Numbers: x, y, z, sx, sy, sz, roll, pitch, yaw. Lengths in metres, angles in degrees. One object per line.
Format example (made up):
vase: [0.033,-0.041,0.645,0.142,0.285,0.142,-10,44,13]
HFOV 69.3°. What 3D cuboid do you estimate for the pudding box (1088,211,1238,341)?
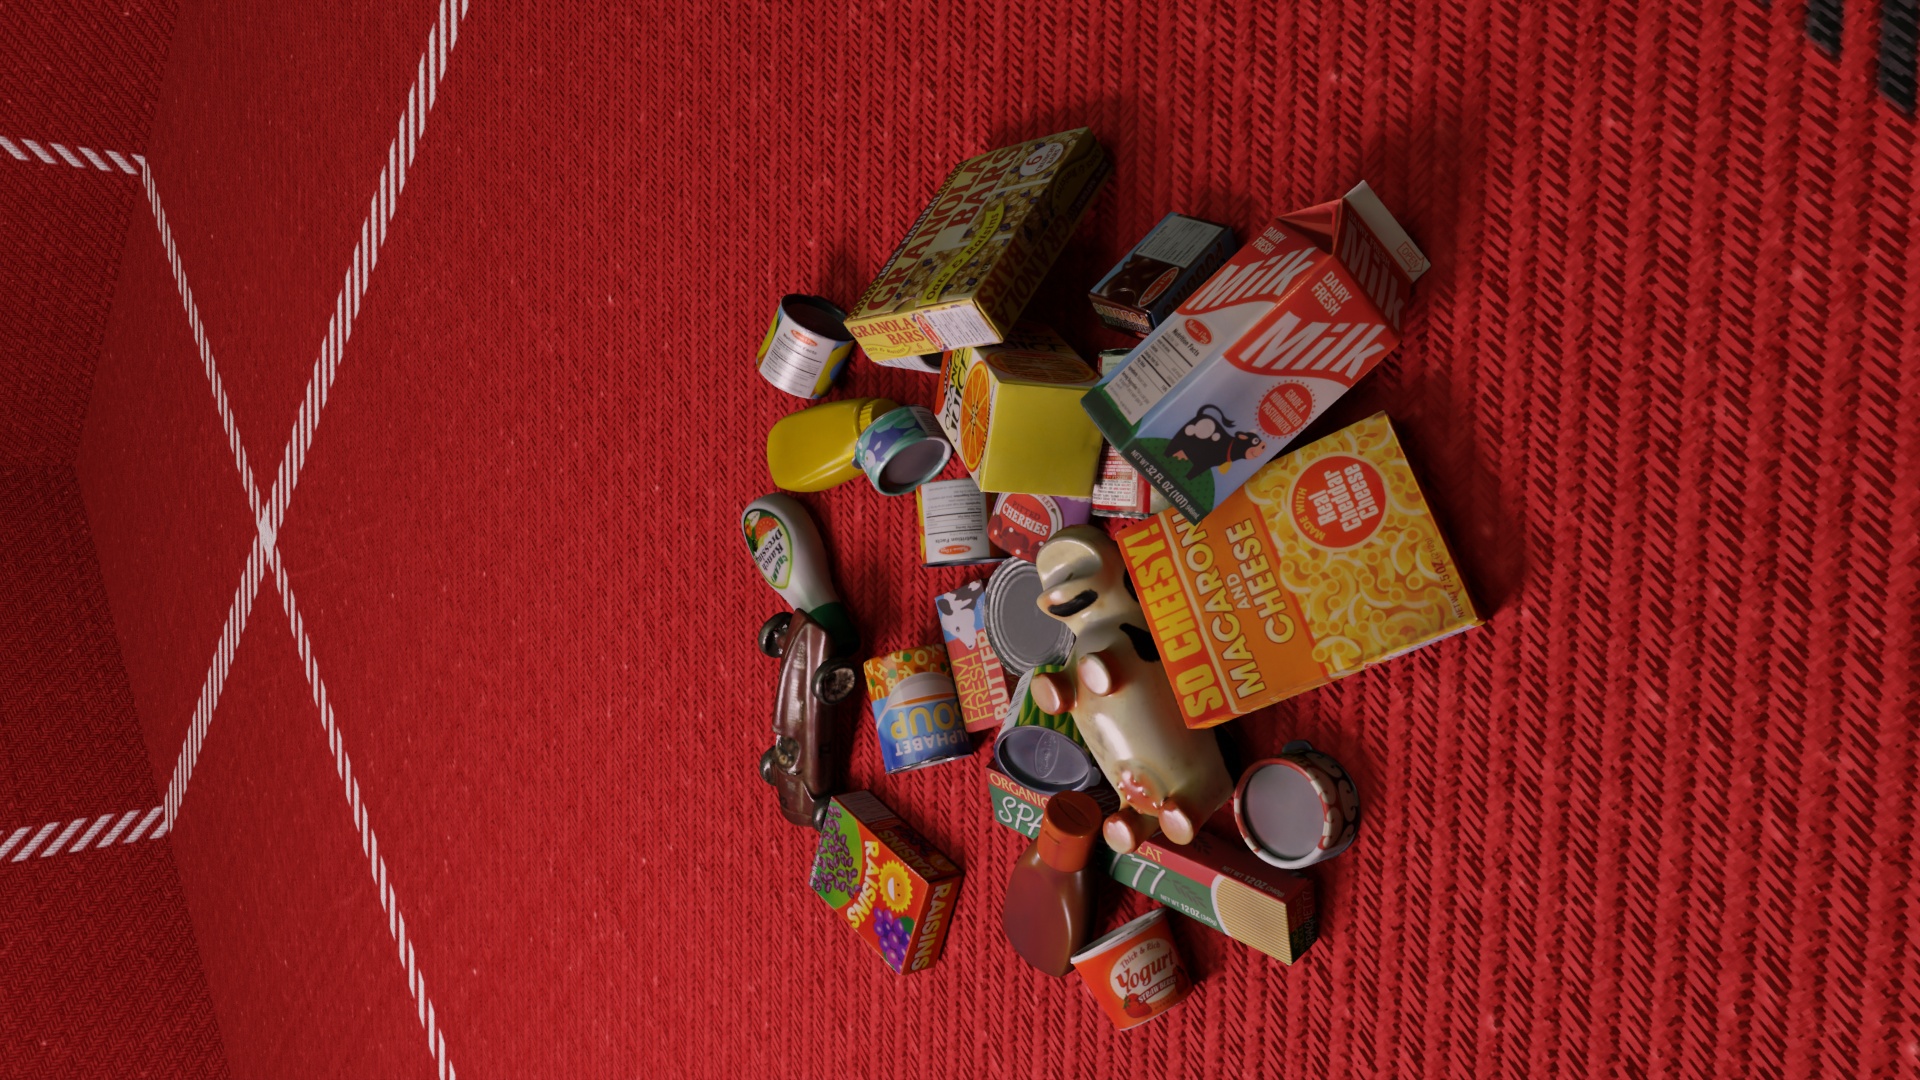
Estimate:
pudding box: [0.123,-0.159,0.839,0.050,0.030,0.084,28,66,40]

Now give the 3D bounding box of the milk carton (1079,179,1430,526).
milk carton: [0.166,-0.106,0.760,0.190,0.072,0.074,-44,30,11]

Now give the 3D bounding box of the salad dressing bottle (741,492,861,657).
salad dressing bottle: [-0.128,0.031,1.129,0.064,0.044,0.148,-49,61,36]

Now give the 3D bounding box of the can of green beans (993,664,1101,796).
can of green beans: [0.061,0.124,0.909,0.071,0.058,0.071,12,133,13]

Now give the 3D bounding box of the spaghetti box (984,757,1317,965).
spaghetti box: [0.113,0.195,0.889,0.250,0.029,0.050,17,127,44]

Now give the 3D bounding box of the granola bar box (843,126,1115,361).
granola bar box: [0.012,-0.194,0.909,0.124,0.039,0.166,-1,49,46]

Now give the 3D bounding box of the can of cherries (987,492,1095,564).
can of cherries: [0.055,-0.021,0.919,0.071,0.071,0.058,38,118,38]

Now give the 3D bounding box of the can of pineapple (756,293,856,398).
can of pineapple: [-0.121,-0.154,1.100,0.071,0.071,0.057,50,125,32]

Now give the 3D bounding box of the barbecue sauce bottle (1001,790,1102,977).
barbecue sauce bottle: [0.063,0.221,0.904,0.065,0.044,0.147,39,141,30]

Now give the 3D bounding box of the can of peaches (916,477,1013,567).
can of peaches: [0.003,-0.012,0.978,0.071,0.071,0.058,-9,85,46]

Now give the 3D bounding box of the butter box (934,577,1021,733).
butter box: [0.017,0.082,0.996,0.053,0.024,0.103,-25,73,44]

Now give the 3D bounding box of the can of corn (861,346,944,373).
can of corn: [-0.030,-0.158,1.007,0.058,0.071,0.071,15,102,44]

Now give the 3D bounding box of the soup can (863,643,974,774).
soup can: [-0.030,0.123,1.015,0.071,0.071,0.084,-24,75,44]

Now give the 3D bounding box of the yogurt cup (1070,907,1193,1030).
yogurt cup: [0.111,0.273,0.881,0.072,0.072,0.054,-39,73,39]

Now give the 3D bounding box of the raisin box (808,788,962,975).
raisin box: [-0.059,0.262,1.072,0.123,0.040,0.085,32,113,42]

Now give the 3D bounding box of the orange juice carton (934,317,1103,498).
orange juice carton: [0.032,-0.096,0.904,0.193,0.073,0.071,-117,33,-64]

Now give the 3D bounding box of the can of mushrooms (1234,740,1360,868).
can of mushrooms: [0.195,0.154,0.811,0.071,0.033,0.071,4,95,46]

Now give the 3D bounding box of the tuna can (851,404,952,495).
tuna can: [-0.044,-0.064,1.020,0.070,0.071,0.033,-53,57,33]

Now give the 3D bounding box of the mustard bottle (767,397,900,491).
mustard bottle: [-0.087,-0.079,1.079,0.160,0.049,0.065,-13,82,45]

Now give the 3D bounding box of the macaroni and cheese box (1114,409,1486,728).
macaroni and cheese box: [0.185,0.020,0.774,0.166,0.040,0.124,-25,72,23]
